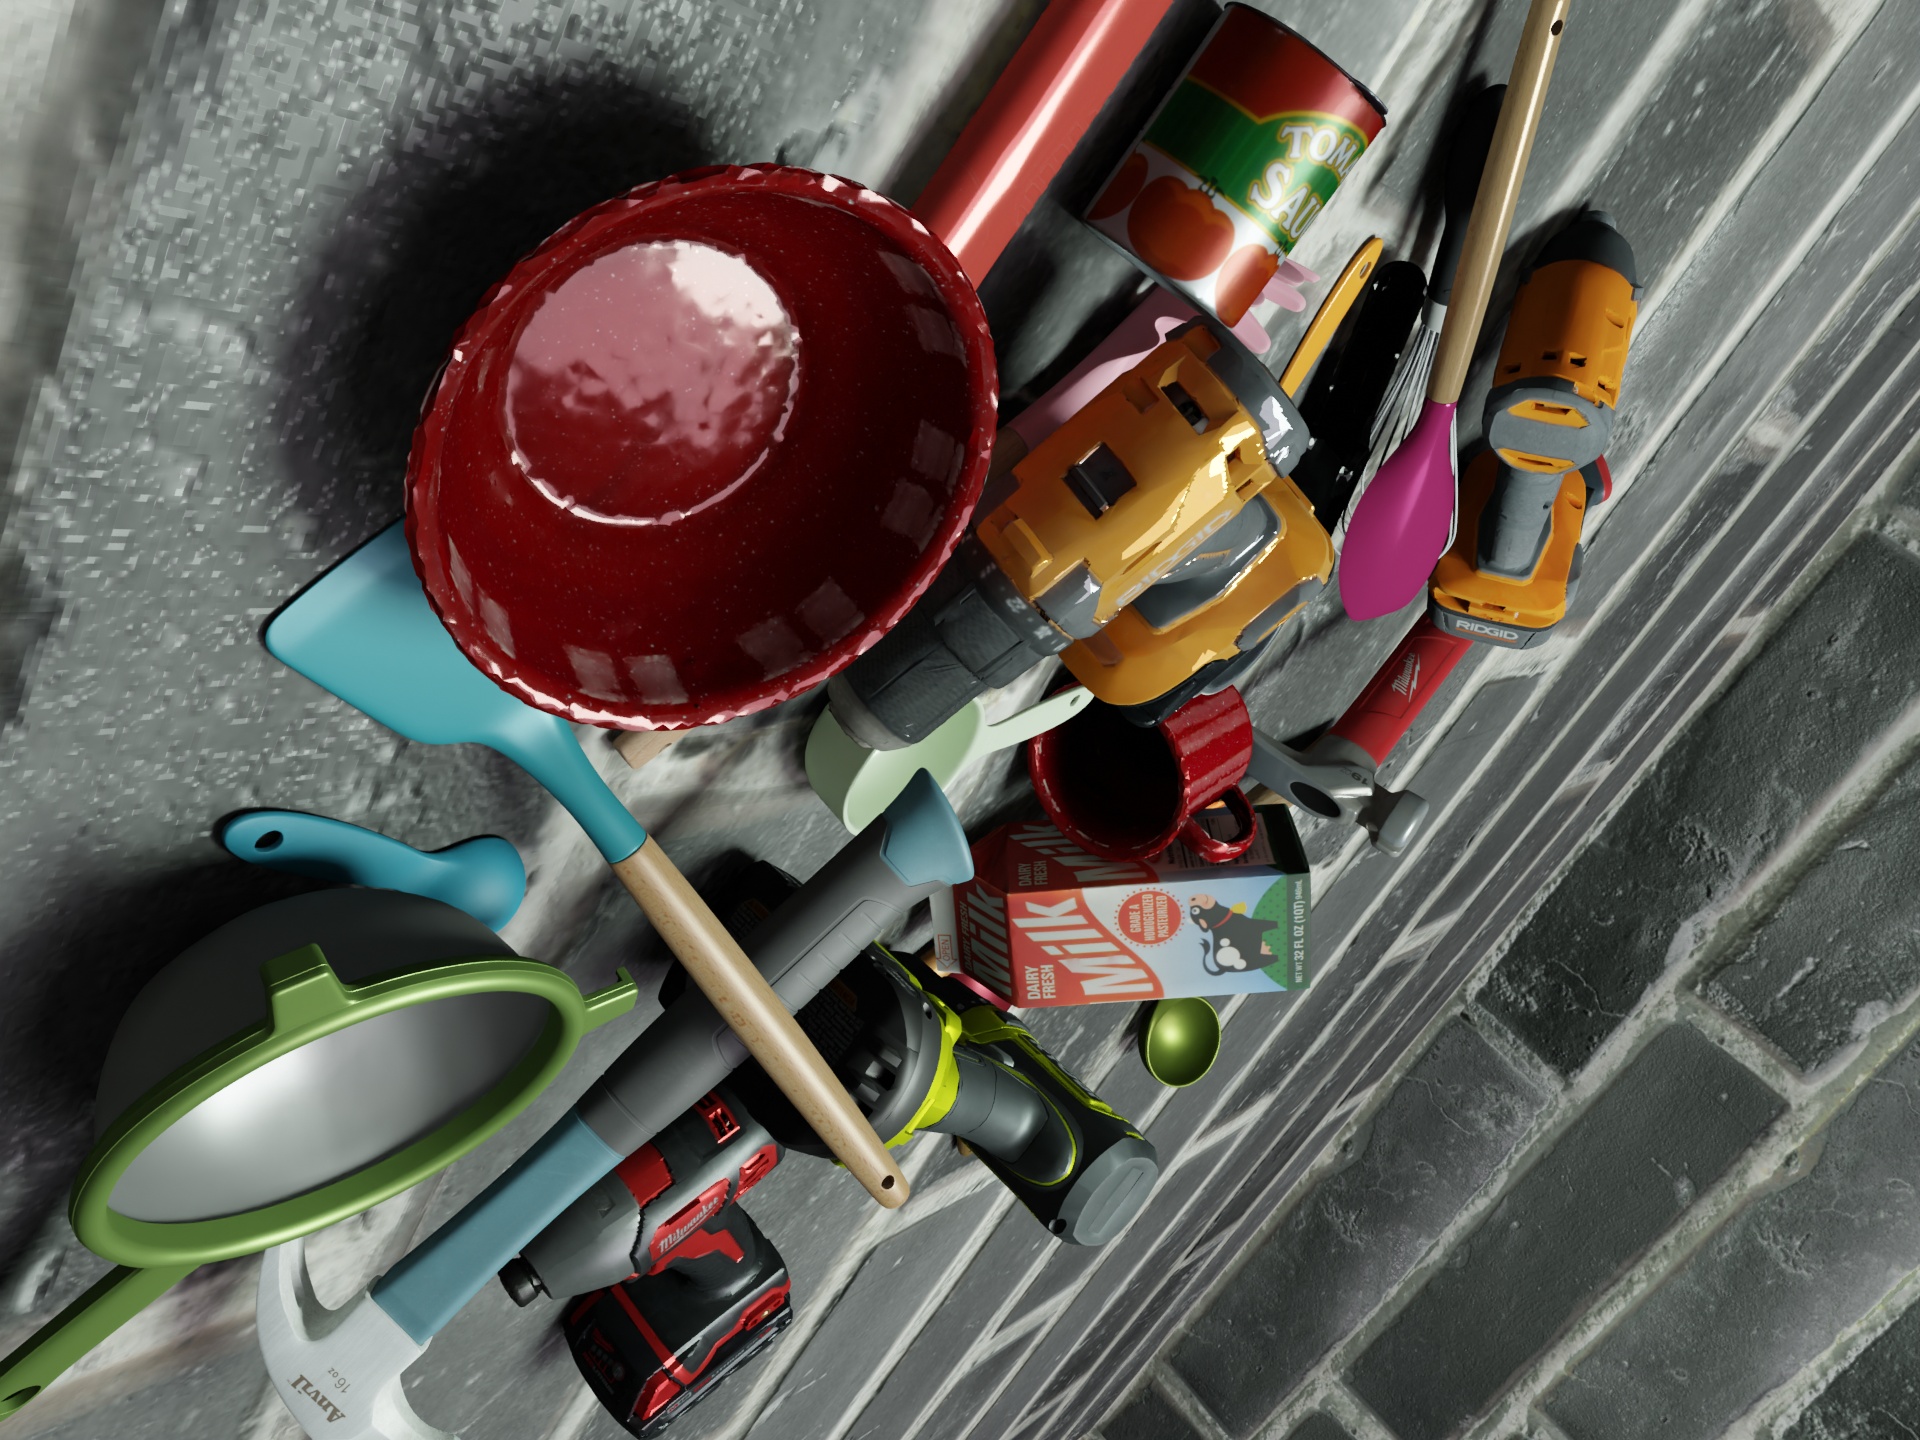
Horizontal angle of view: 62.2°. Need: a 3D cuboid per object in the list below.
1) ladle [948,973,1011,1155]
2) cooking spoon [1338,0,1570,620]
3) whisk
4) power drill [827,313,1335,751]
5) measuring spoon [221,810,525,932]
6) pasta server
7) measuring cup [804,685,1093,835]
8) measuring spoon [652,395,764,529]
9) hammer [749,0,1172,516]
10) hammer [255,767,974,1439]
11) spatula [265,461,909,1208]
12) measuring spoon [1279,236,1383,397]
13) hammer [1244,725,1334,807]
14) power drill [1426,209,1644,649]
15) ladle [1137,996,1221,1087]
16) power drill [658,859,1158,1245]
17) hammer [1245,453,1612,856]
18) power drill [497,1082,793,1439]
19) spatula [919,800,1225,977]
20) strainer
[{"bbox_3d":[0.010,0.231,1.057,0.069,0.031,0.315,-35,154,-23],"label":"ladle"},{"bbox_3d":[0.228,-0.172,0.734,0.068,0.017,0.318,-16,135,-20],"label":"cooking spoon"},{"bbox_3d":[0.234,-0.176,0.783,0.070,0.070,0.284,-34,147,-26],"label":"whisk"},{"bbox_3d":[0.055,-0.050,0.612,0.185,0.084,0.226,-40,166,11],"label":"power drill"},{"bbox_3d":[-0.180,0.051,0.505,0.042,0.021,0.128,-48,155,3],"label":"measuring spoon"},{"bbox_3d":[0.005,-0.081,0.586,0.316,0.040,0.060,-40,171,-12],"label":"pasta server"},{"bbox_3d":[-0.001,-0.002,0.691,0.167,0.038,0.083,-20,143,-47],"label":"measuring cup"},{"bbox_3d":[-0.095,-0.054,0.501,0.034,0.018,0.124,-3,139,-36],"label":"measuring spoon"},{"bbox_3d":[0.042,-0.213,0.454,0.359,0.037,0.149,-53,154,12],"label":"hammer"},{"bbox_3d":[-0.122,0.143,0.591,0.331,0.128,0.033,-42,-172,0],"label":"hammer"},{"bbox_3d":[-0.092,0.064,0.517,0.082,0.044,0.317,-40,119,-15],"label":"spatula"},{"bbox_3d":[0.164,-0.168,0.735,0.021,0.011,0.117,-11,137,-51],"label":"measuring spoon"},{"bbox_3d":[0.185,0.062,1.023,0.130,0.031,0.331,-38,173,36],"label":"hammer"},{"bbox_3d":[0.326,-0.162,0.892,0.226,0.084,0.164,77,32,-58],"label":"power drill"},{"bbox_3d":[0.171,0.193,1.216,0.078,0.062,0.319,-40,151,-20],"label":"ladle"},{"bbox_3d":[-0.027,0.146,0.726,0.080,0.191,0.228,-53,141,-1],"label":"power drill"},{"bbox_3d":[0.305,-0.077,1.013,0.386,0.143,0.038,-44,158,-32],"label":"hammer"},{"bbox_3d":[-0.155,0.276,0.811,0.143,0.079,0.219,-33,148,-28],"label":"power drill"},{"bbox_3d":[0.014,0.127,0.893,0.322,0.041,0.081,-36,176,-19],"label":"spatula"},{"bbox_3d":[-0.237,0.129,0.496,0.256,0.069,0.151,-39,157,13],"label":"strainer"}]
